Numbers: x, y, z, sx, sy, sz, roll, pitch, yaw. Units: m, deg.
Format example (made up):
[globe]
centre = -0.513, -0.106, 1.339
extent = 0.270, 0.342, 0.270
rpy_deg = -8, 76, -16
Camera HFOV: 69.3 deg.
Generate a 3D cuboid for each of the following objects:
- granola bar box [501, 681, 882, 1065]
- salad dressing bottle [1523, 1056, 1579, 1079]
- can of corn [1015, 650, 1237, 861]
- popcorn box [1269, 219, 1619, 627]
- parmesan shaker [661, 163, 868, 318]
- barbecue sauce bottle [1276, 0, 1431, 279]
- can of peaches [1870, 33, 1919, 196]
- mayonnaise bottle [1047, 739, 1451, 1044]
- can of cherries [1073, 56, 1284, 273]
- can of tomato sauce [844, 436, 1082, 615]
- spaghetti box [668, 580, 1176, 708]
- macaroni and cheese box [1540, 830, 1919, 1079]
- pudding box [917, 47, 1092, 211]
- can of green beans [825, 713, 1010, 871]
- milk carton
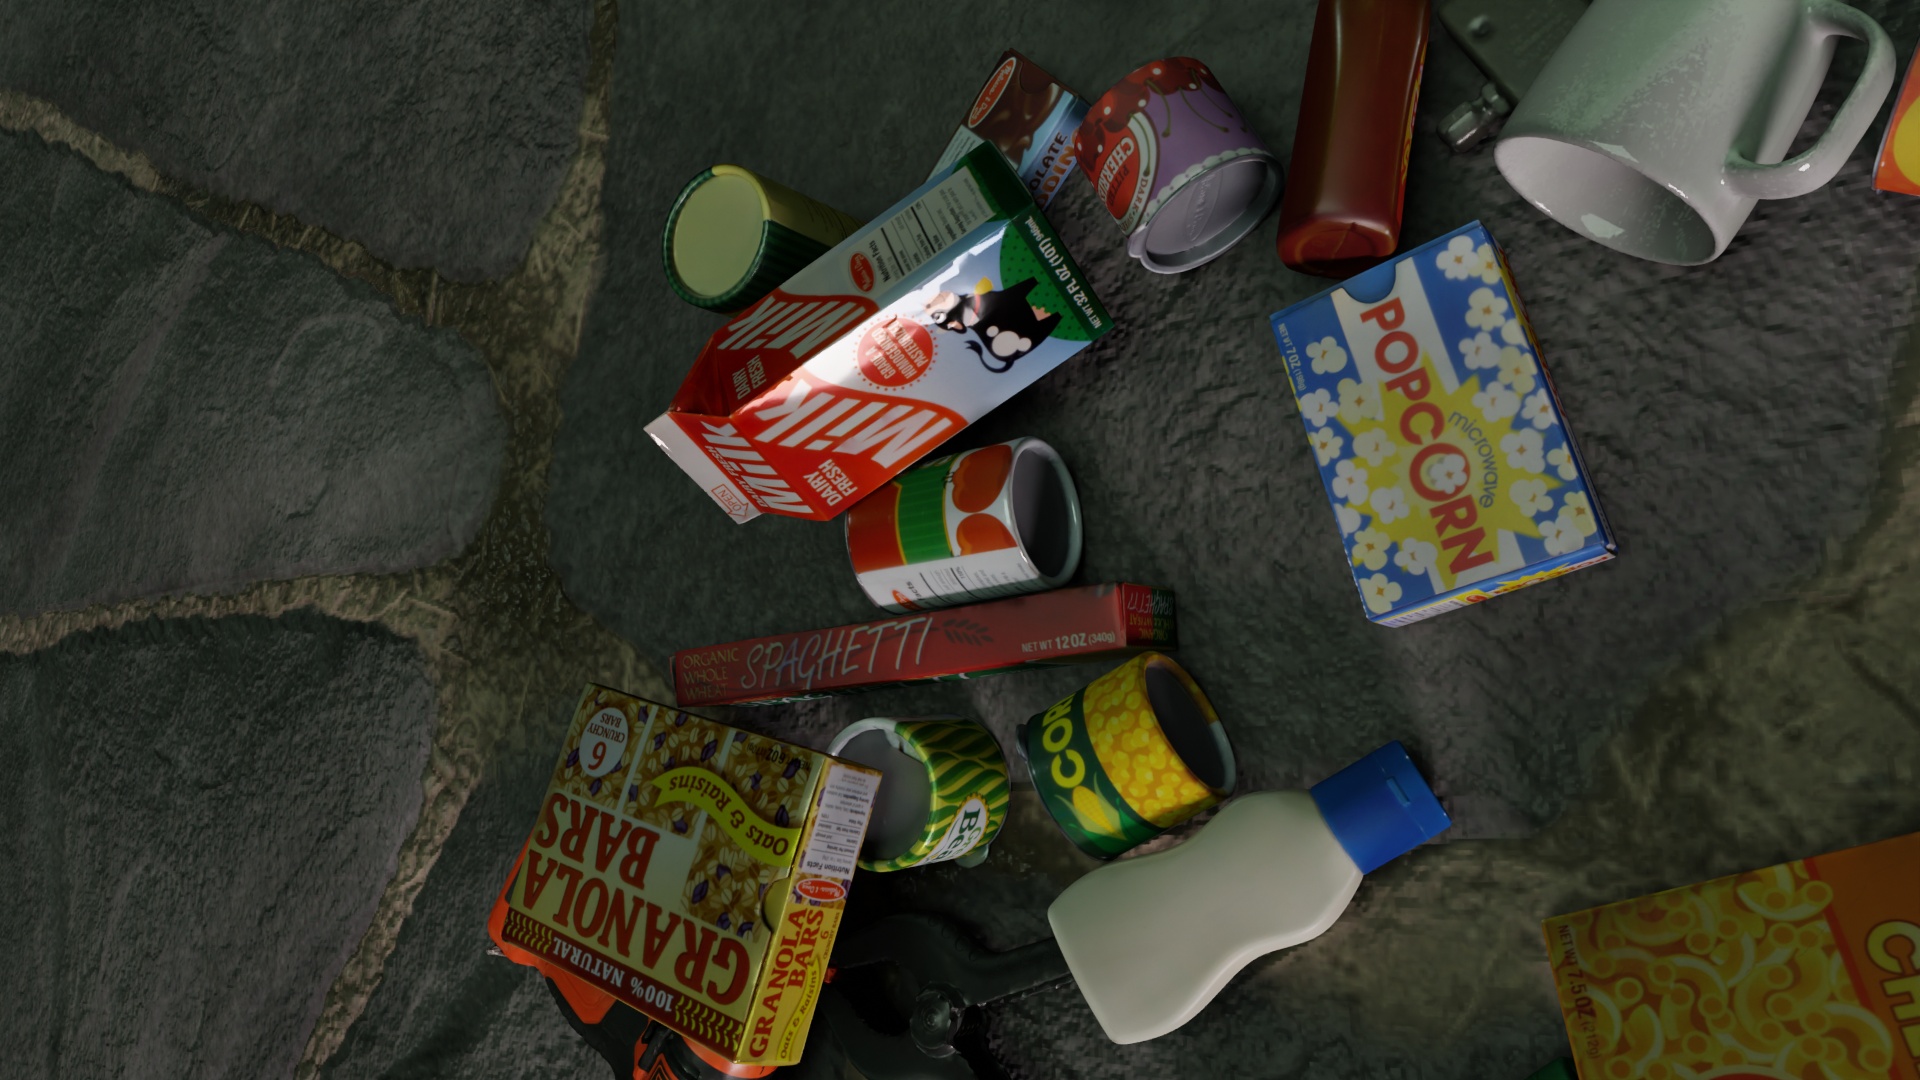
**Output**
[granola bar box]
centre = -0.122, 0.139, 0.608
extent = 0.165, 0.039, 0.124
rpy_deg = 8, 77, 39
[salad dressing bottle]
centre = 0.164, 0.237, 0.487
extent = 0.147, 0.044, 0.064
rpy_deg = -45, 62, 20
[can of corn]
centre = 0.066, 0.084, 0.552
extent = 0.058, 0.071, 0.071
rpy_deg = -34, 68, 25
[popcorn box]
centre = 0.176, -0.040, 0.513
extent = 0.085, 0.038, 0.127
rpy_deg = -23, 73, 30
[parmesan shaker]
centre = -0.083, -0.131, 0.653
extent = 0.071, 0.103, 0.071
rpy_deg = -4, 82, 34
[barbecue sauce bottle]
centre = 0.154, -0.179, 0.532
extent = 0.044, 0.065, 0.148
rpy_deg = 11, 82, 5
[can of peaches]
centre = 0.318, -0.131, 0.417
extent = 0.058, 0.071, 0.071
rpy_deg = 22, 97, 32
[mayonnaise bottle]
centre = 0.109, 0.127, 0.519
extent = 0.148, 0.041, 0.065
rpy_deg = -33, 67, 10
[can of cherries]
centre = 0.086, -0.152, 0.565
extent = 0.071, 0.071, 0.058
rpy_deg = -39, 66, 24
[can of tomato sauce]
centre = 0.002, -0.008, 0.607
extent = 0.083, 0.071, 0.071
rpy_deg = -11, 79, 31
[spaghetti box]
centre = -0.025, 0.050, 0.628
extent = 0.249, 0.050, 0.029
rpy_deg = -11, 78, 32
[macaroni and cheese box]
centre = 0.269, 0.153, 0.399
extent = 0.166, 0.040, 0.124
rpy_deg = -24, 42, 28
[pudding box]
centre = 0.021, -0.174, 0.634
extent = 0.050, 0.030, 0.083
rpy_deg = 43, 108, 30
[can of green beans]
centre = -0.021, 0.110, 0.613
extent = 0.071, 0.058, 0.071
rpy_deg = -4, 83, 33
[milk carton]
centre = -0.039, -0.078, 0.596
extent = 0.190, 0.072, 0.074
rpy_deg = -33, 38, 8
